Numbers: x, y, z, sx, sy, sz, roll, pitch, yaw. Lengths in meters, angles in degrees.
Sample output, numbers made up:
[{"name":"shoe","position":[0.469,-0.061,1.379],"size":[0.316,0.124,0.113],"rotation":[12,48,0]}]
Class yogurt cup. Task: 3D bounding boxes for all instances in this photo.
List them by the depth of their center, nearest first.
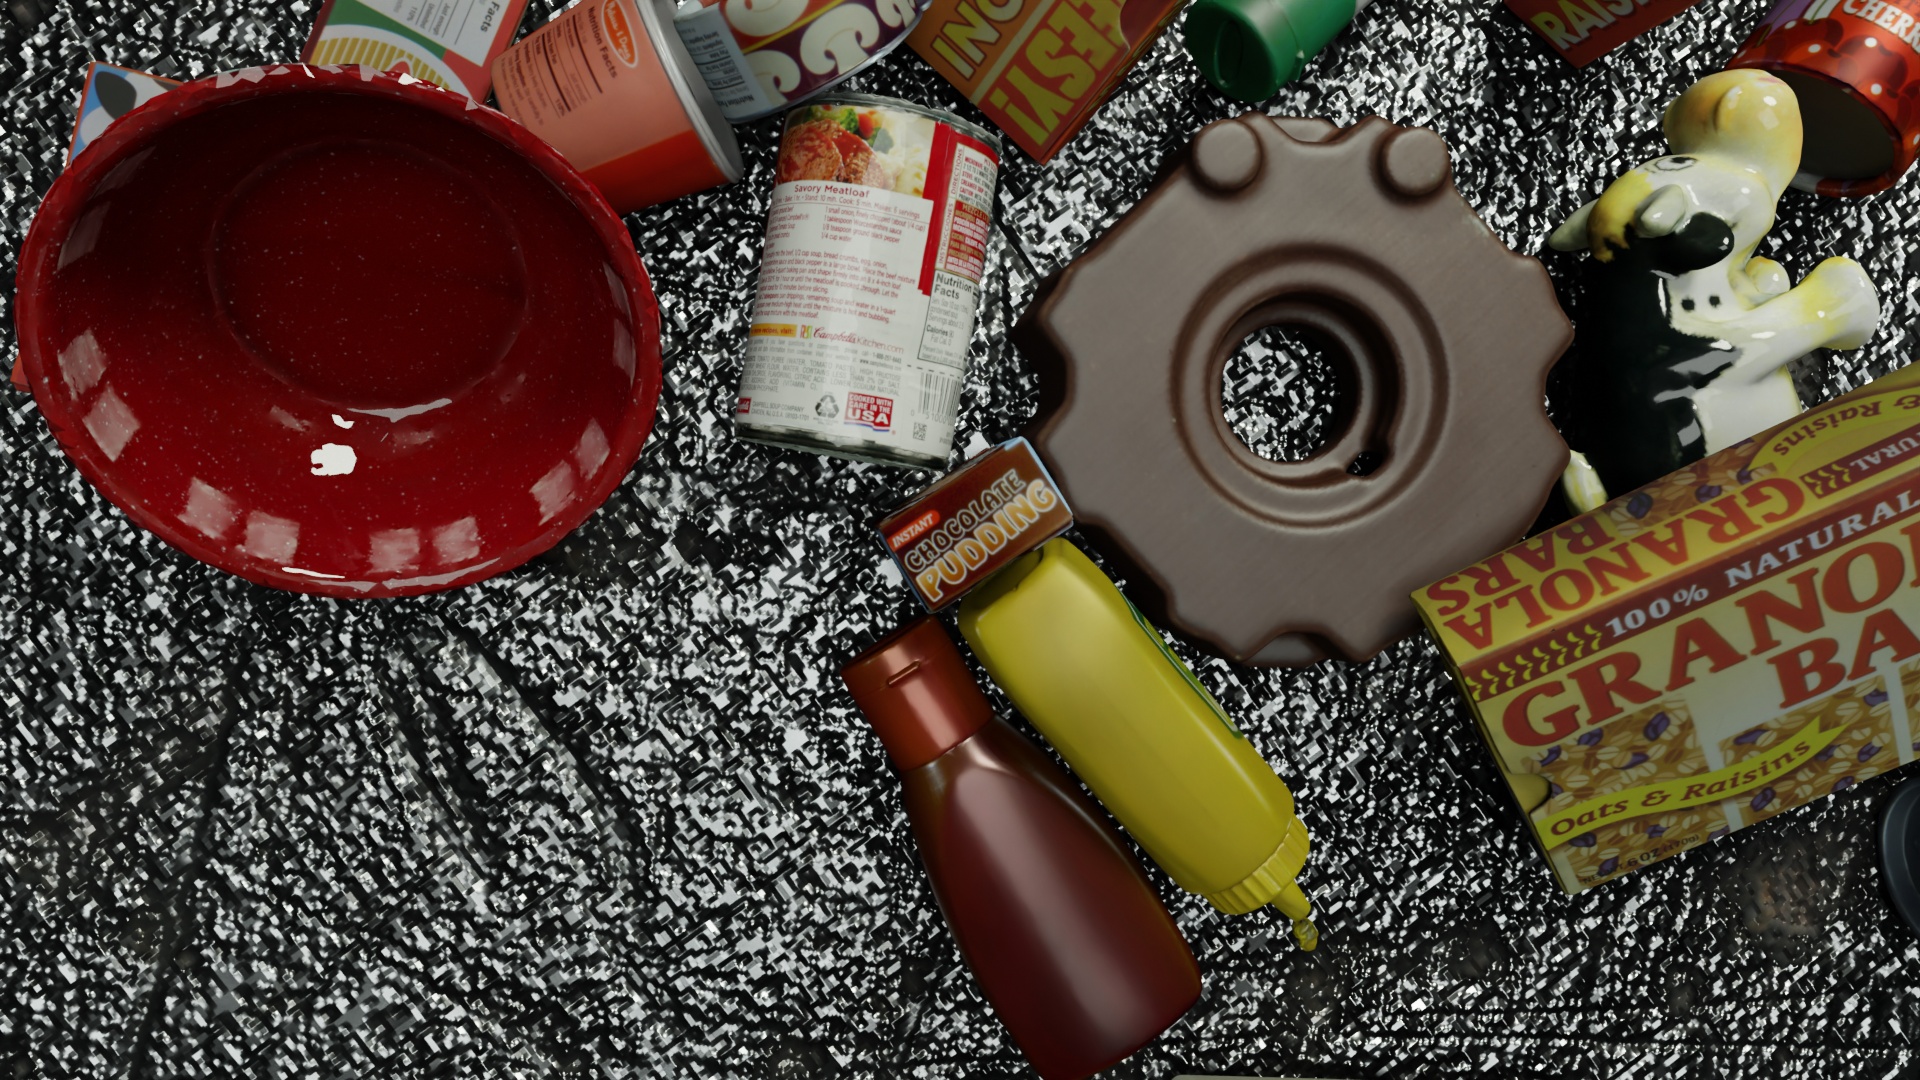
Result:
[{"name":"yogurt cup","position":[-0.104,-0.130,0.420],"size":[0.054,0.072,0.072],"rotation":[-23,93,4]}]

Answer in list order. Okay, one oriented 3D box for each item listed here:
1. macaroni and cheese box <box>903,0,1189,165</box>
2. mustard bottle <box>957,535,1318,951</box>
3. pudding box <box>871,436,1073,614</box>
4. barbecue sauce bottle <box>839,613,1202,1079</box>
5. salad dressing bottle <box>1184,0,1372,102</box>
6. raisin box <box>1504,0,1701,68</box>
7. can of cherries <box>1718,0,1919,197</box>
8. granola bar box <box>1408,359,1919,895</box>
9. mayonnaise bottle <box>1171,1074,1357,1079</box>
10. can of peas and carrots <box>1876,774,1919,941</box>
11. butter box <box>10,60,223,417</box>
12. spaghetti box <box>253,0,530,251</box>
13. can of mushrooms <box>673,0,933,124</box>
[{"name":"macaroni and cheese box","position":[0.002,-0.211,0.403],"size":[0.166,0.040,0.123],"rotation":[41,132,-5]},{"name":"mustard bottle","position":[0.065,0.069,0.440],"size":[0.049,0.065,0.160],"rotation":[-41,100,3]},{"name":"pudding box","position":[0.001,-0.005,0.420],"size":[0.050,0.084,0.030],"rotation":[-33,94,-3]},{"name":"barbecue sauce bottle","position":[0.015,0.095,0.444],"size":[0.065,0.043,0.148],"rotation":[-31,93,-3]},{"name":"salad dressing bottle","position":[0.130,-0.195,0.430],"size":[0.044,0.064,0.148],"rotation":[40,75,16]},{"name":"raisin box","position":[0.239,-0.218,0.436],"size":[0.040,0.086,0.123],"rotation":[39,88,-7]},{"name":"can of cherries","position":[0.290,-0.155,0.450],"size":[0.071,0.071,0.058],"rotation":[39,88,-5]},{"name":"granola bar box","position":[0.236,0.030,0.414],"size":[0.165,0.039,0.124],"rotation":[-27,125,14]},{"name":"mayonnaise bottle","position":[0.144,0.201,0.450],"size":[0.148,0.065,0.041],"rotation":[6,90,-9]},{"name":"can of peas and carrots","position":[0.356,0.105,0.463],"size":[0.059,0.071,0.071],"rotation":[-6,92,-6]},{"name":"butter box","position":[-0.247,-0.089,0.426],"size":[0.053,0.024,0.103],"rotation":[14,90,-6]},{"name":"spaghetti box","position":[-0.141,-0.212,0.422],"size":[0.050,0.029,0.250],"rotation":[24,89,-35]},{"name":"can of mushrooms","position":[-0.045,-0.153,0.401],"size":[0.071,0.071,0.033],"rotation":[-32,119,-4]}]
